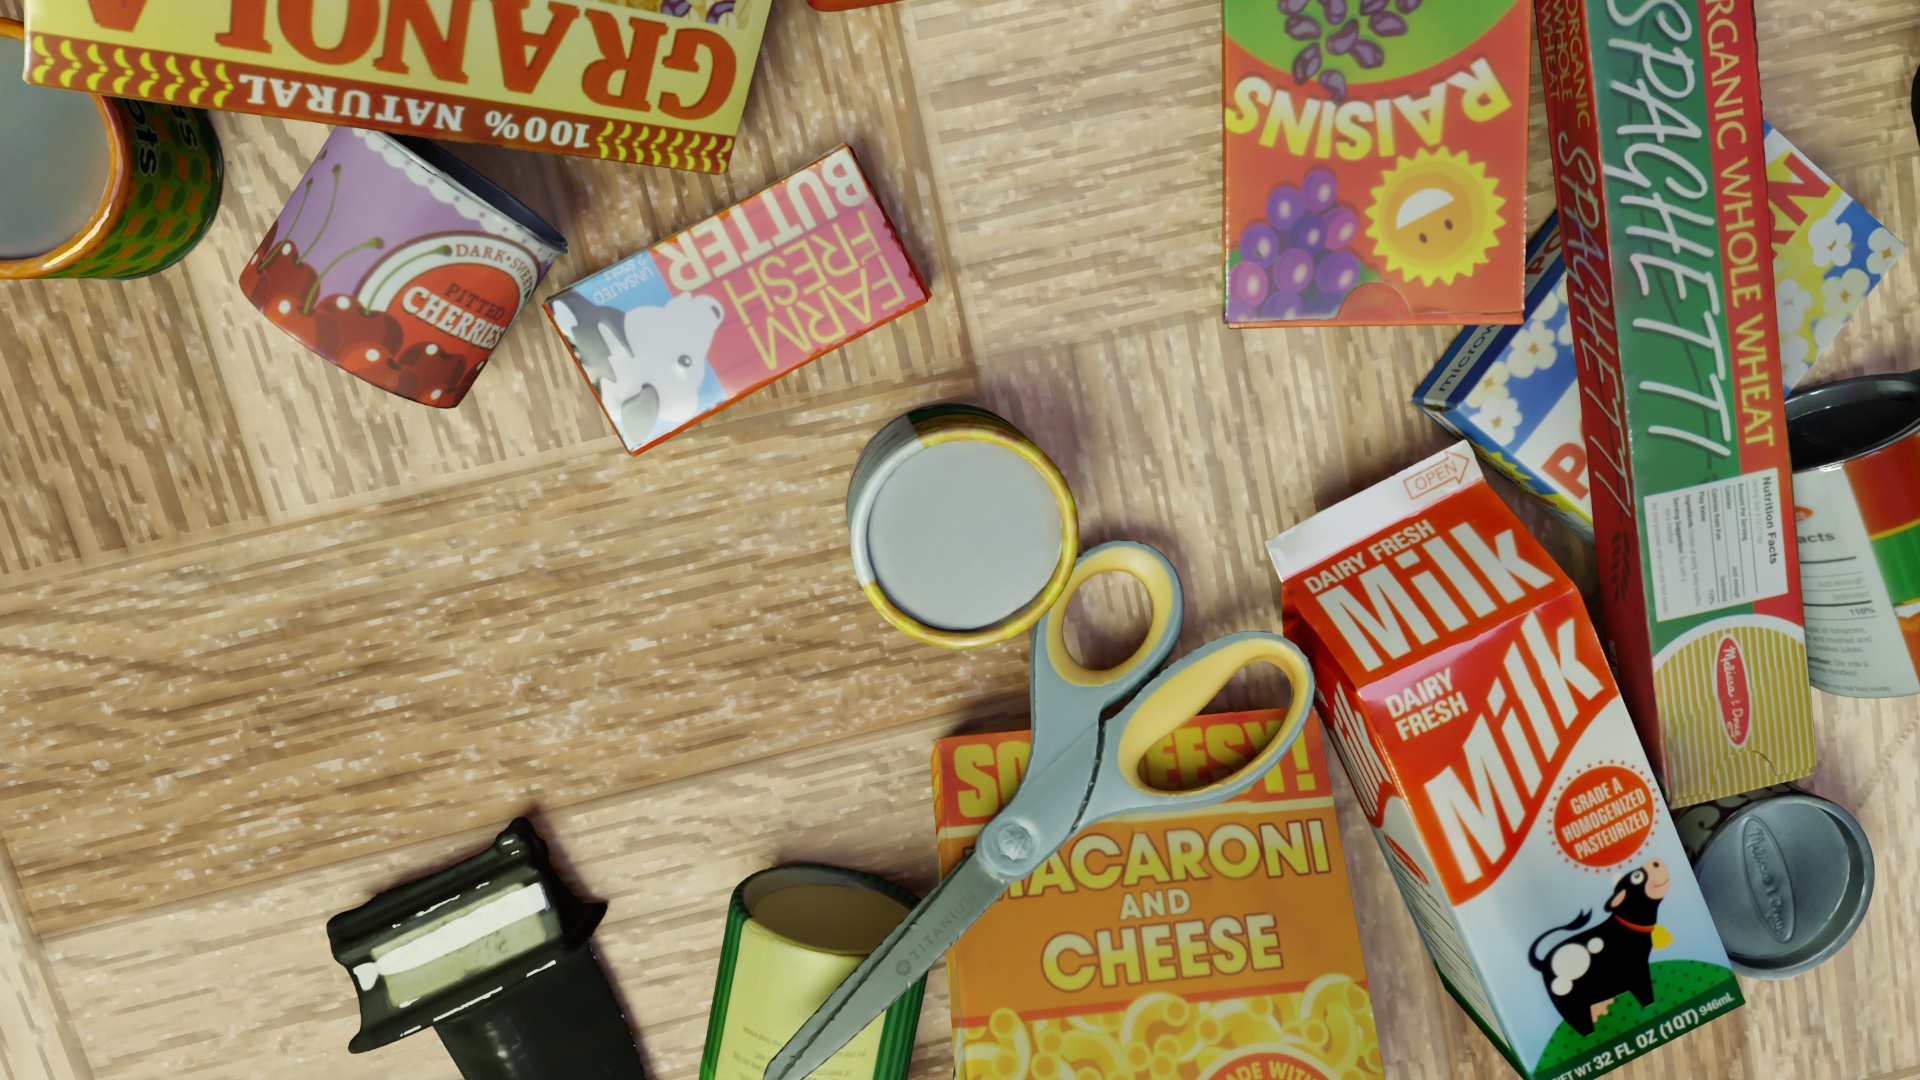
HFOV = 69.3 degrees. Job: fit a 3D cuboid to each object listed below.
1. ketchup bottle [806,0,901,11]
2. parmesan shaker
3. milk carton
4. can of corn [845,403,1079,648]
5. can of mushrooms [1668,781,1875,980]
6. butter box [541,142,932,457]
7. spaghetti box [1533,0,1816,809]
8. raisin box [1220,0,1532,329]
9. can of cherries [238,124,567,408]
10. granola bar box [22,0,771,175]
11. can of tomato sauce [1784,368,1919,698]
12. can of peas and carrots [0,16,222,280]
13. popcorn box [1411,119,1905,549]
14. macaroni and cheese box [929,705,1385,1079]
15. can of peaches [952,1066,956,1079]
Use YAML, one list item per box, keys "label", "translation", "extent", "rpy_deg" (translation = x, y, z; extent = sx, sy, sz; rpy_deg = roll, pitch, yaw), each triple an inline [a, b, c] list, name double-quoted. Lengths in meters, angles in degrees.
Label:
- label: "ketchup bottle"
  translation: [0.022, -0.196, 0.394]
  extent: [0.149, 0.043, 0.064]
  rpy_deg: [-13, 95, -4]
- label: "parmesan shaker"
  translation: [-0.045, 0.163, 0.438]
  extent: [0.071, 0.071, 0.103]
  rpy_deg: [10, 98, -7]
- label: "milk carton"
  translation: [0.164, 0.068, 0.438]
  extent: [0.072, 0.073, 0.190]
  rpy_deg: [-27, 101, 0]
- label: "can of corn"
  translation: [0.001, -0.005, 0.417]
  extent: [0.071, 0.058, 0.071]
  rpy_deg: [-1, 100, -5]
- label: "can of mushrooms"
  translation: [0.269, 0.114, 0.477]
  extent: [0.071, 0.033, 0.071]
  rpy_deg: [-1, 101, -6]
- label: "butter box"
  translation: [-0.066, -0.072, 0.416]
  extent: [0.103, 0.024, 0.053]
  rpy_deg: [-28, 101, 0]
- label: "spaghetti box"
  translation: [0.210, -0.046, 0.405]
  extent: [0.050, 0.029, 0.249]
  rpy_deg: [-12, 101, -3]
- label: "raisin box"
  translation: [0.120, -0.125, 0.407]
  extent: [0.086, 0.040, 0.123]
  rpy_deg: [0, 101, 11]
- label: "can of cherries"
  translation: [-0.152, -0.077, 0.384]
  extent: [0.071, 0.071, 0.058]
  rpy_deg: [35, 96, -10]
- label: "granola bar box"
  translation: [-0.124, -0.160, 0.329]
  extent: [0.166, 0.039, 0.123]
  rpy_deg: [-2, 127, -34]
- label: "can of tomato sauce"
  translation: [0.289, -0.003, 0.442]
  extent: [0.071, 0.071, 0.083]
  rpy_deg: [-28, 102, 0]
- label: "can of peas and carrots"
  translation: [-0.244, -0.105, 0.376]
  extent: [0.071, 0.059, 0.070]
  rpy_deg: [-1, 101, -6]
- label: "popcorn box"
  translation: [0.217, -0.067, 0.438]
  extent: [0.085, 0.038, 0.126]
  rpy_deg: [36, 95, -9]
- label: "macaroni and cheese box"
  translation: [0.058, 0.140, 0.420]
  extent: [0.124, 0.040, 0.167]
  rpy_deg: [-4, 71, -6]
- label: "can of peaches"
  translation: [0.030, 0.204, 0.450]
  extent: [0.058, 0.071, 0.071]
  rpy_deg: [-5, 101, -6]
